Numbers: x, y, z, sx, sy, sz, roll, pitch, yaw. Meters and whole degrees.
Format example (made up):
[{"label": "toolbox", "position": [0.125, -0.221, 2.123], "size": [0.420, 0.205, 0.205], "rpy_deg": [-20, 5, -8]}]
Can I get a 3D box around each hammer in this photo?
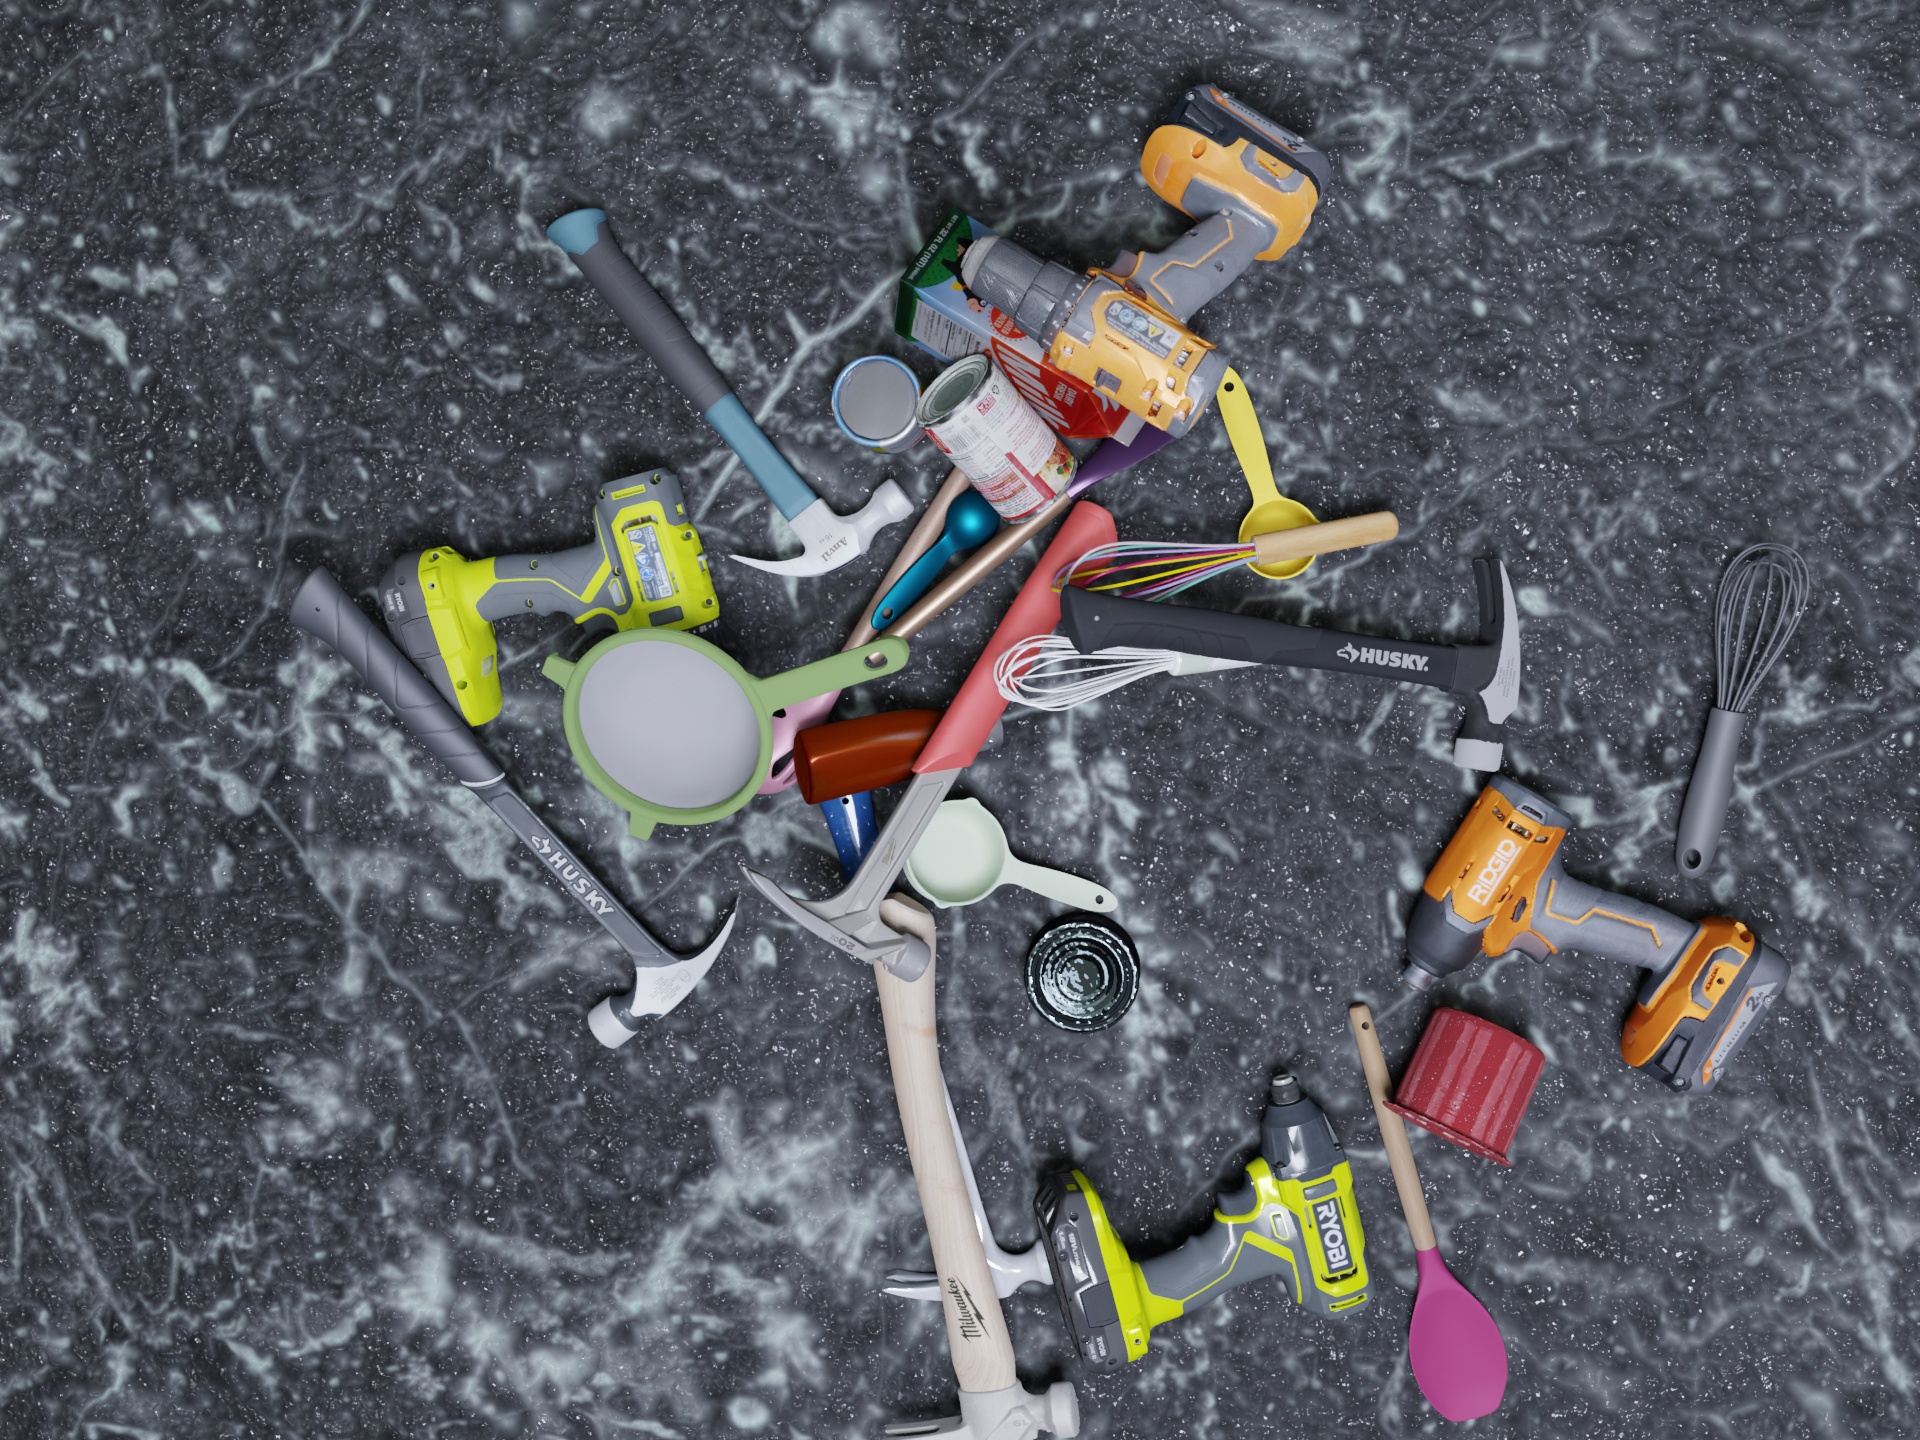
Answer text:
[{"label": "hammer", "position": [-0.002, -0.004, 1.109], "size": [0.149, 0.037, 0.359], "rpy_deg": [35, 80, -23]}, {"label": "hammer", "position": [-0.025, 0.330, 1.156], "size": [0.146, 0.038, 0.410], "rpy_deg": [-11, 92, 8]}, {"label": "hammer", "position": [0.228, -0.057, 1.084], "size": [0.334, 0.035, 0.146], "rpy_deg": [7, 93, -13]}, {"label": "hammer", "position": [-0.185, -0.243, 1.168], "size": [0.128, 0.033, 0.331], "rpy_deg": [-39, 89, 7]}, {"label": "hammer", "position": [-0.328, 0.053, 1.151], "size": [0.149, 0.036, 0.408], "rpy_deg": [-37, 106, 8]}, {"label": "hammer", "position": [-0.037, 0.240, 1.186], "size": [0.144, 0.035, 0.405], "rpy_deg": [-16, 92, 7]}]

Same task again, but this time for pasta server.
[{"label": "pasta server", "position": [-0.069, -0.077, 1.162], "size": [0.040, 0.060, 0.316], "rpy_deg": [32, 91, 42]}]

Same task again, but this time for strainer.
[{"label": "strainer", "position": [-0.149, -0.021, 1.102], "size": [0.256, 0.069, 0.151], "rpy_deg": [-17, 112, 17]}]

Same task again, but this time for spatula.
[{"label": "spatula", "position": [0.056, -0.144, 1.132], "size": [0.316, 0.060, 0.018], "rpy_deg": [-39, 127, 4]}]

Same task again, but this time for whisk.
[{"label": "whisk", "position": [0.140, -0.042, 1.107], "size": [0.246, 0.057, 0.059], "rpy_deg": [-8, 49, -15]}, {"label": "whisk", "position": [0.182, -0.111, 1.095], "size": [0.245, 0.047, 0.051], "rpy_deg": [-11, 79, -2]}, {"label": "whisk", "position": [0.535, -0.005, 1.100], "size": [0.055, 0.055, 0.239], "rpy_deg": [11, 100, 5]}]

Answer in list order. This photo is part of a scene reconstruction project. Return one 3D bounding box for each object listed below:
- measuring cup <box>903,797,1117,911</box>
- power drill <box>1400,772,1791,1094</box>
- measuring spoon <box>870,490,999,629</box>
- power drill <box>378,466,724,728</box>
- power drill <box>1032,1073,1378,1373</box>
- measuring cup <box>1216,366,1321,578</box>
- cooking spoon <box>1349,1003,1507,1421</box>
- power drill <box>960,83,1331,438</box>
[{"label": "measuring cup", "position": [0.035, 0.111, 1.172], "size": [0.167, 0.038, 0.083], "rpy_deg": [19, 80, -13]}, {"label": "power drill", "position": [0.429, 0.162, 1.108], "size": [0.226, 0.084, 0.164], "rpy_deg": [32, 98, 7]}, {"label": "measuring spoon", "position": [-0.017, -0.112, 1.144], "size": [0.128, 0.021, 0.042], "rpy_deg": [-48, 122, -6]}, {"label": "power drill", "position": [-0.289, -0.068, 1.171], "size": [0.228, 0.080, 0.190], "rpy_deg": [-14, 101, 5]}, {"label": "power drill", "position": [0.173, 0.361, 1.138], "size": [0.223, 0.080, 0.171], "rpy_deg": [-15, 94, -7]}, {"label": "measuring cup", "position": [0.211, -0.176, 1.132], "size": [0.062, 0.029, 0.156], "rpy_deg": [-18, 90, 7]}, {"label": "cooking spoon", "position": [0.333, 0.360, 1.162], "size": [0.069, 0.017, 0.319], "rpy_deg": [-16, 93, 3]}, {"label": "power drill", "position": [0.124, -0.318, 1.059], "size": [0.185, 0.084, 0.226], "rpy_deg": [32, 70, 3]}]
